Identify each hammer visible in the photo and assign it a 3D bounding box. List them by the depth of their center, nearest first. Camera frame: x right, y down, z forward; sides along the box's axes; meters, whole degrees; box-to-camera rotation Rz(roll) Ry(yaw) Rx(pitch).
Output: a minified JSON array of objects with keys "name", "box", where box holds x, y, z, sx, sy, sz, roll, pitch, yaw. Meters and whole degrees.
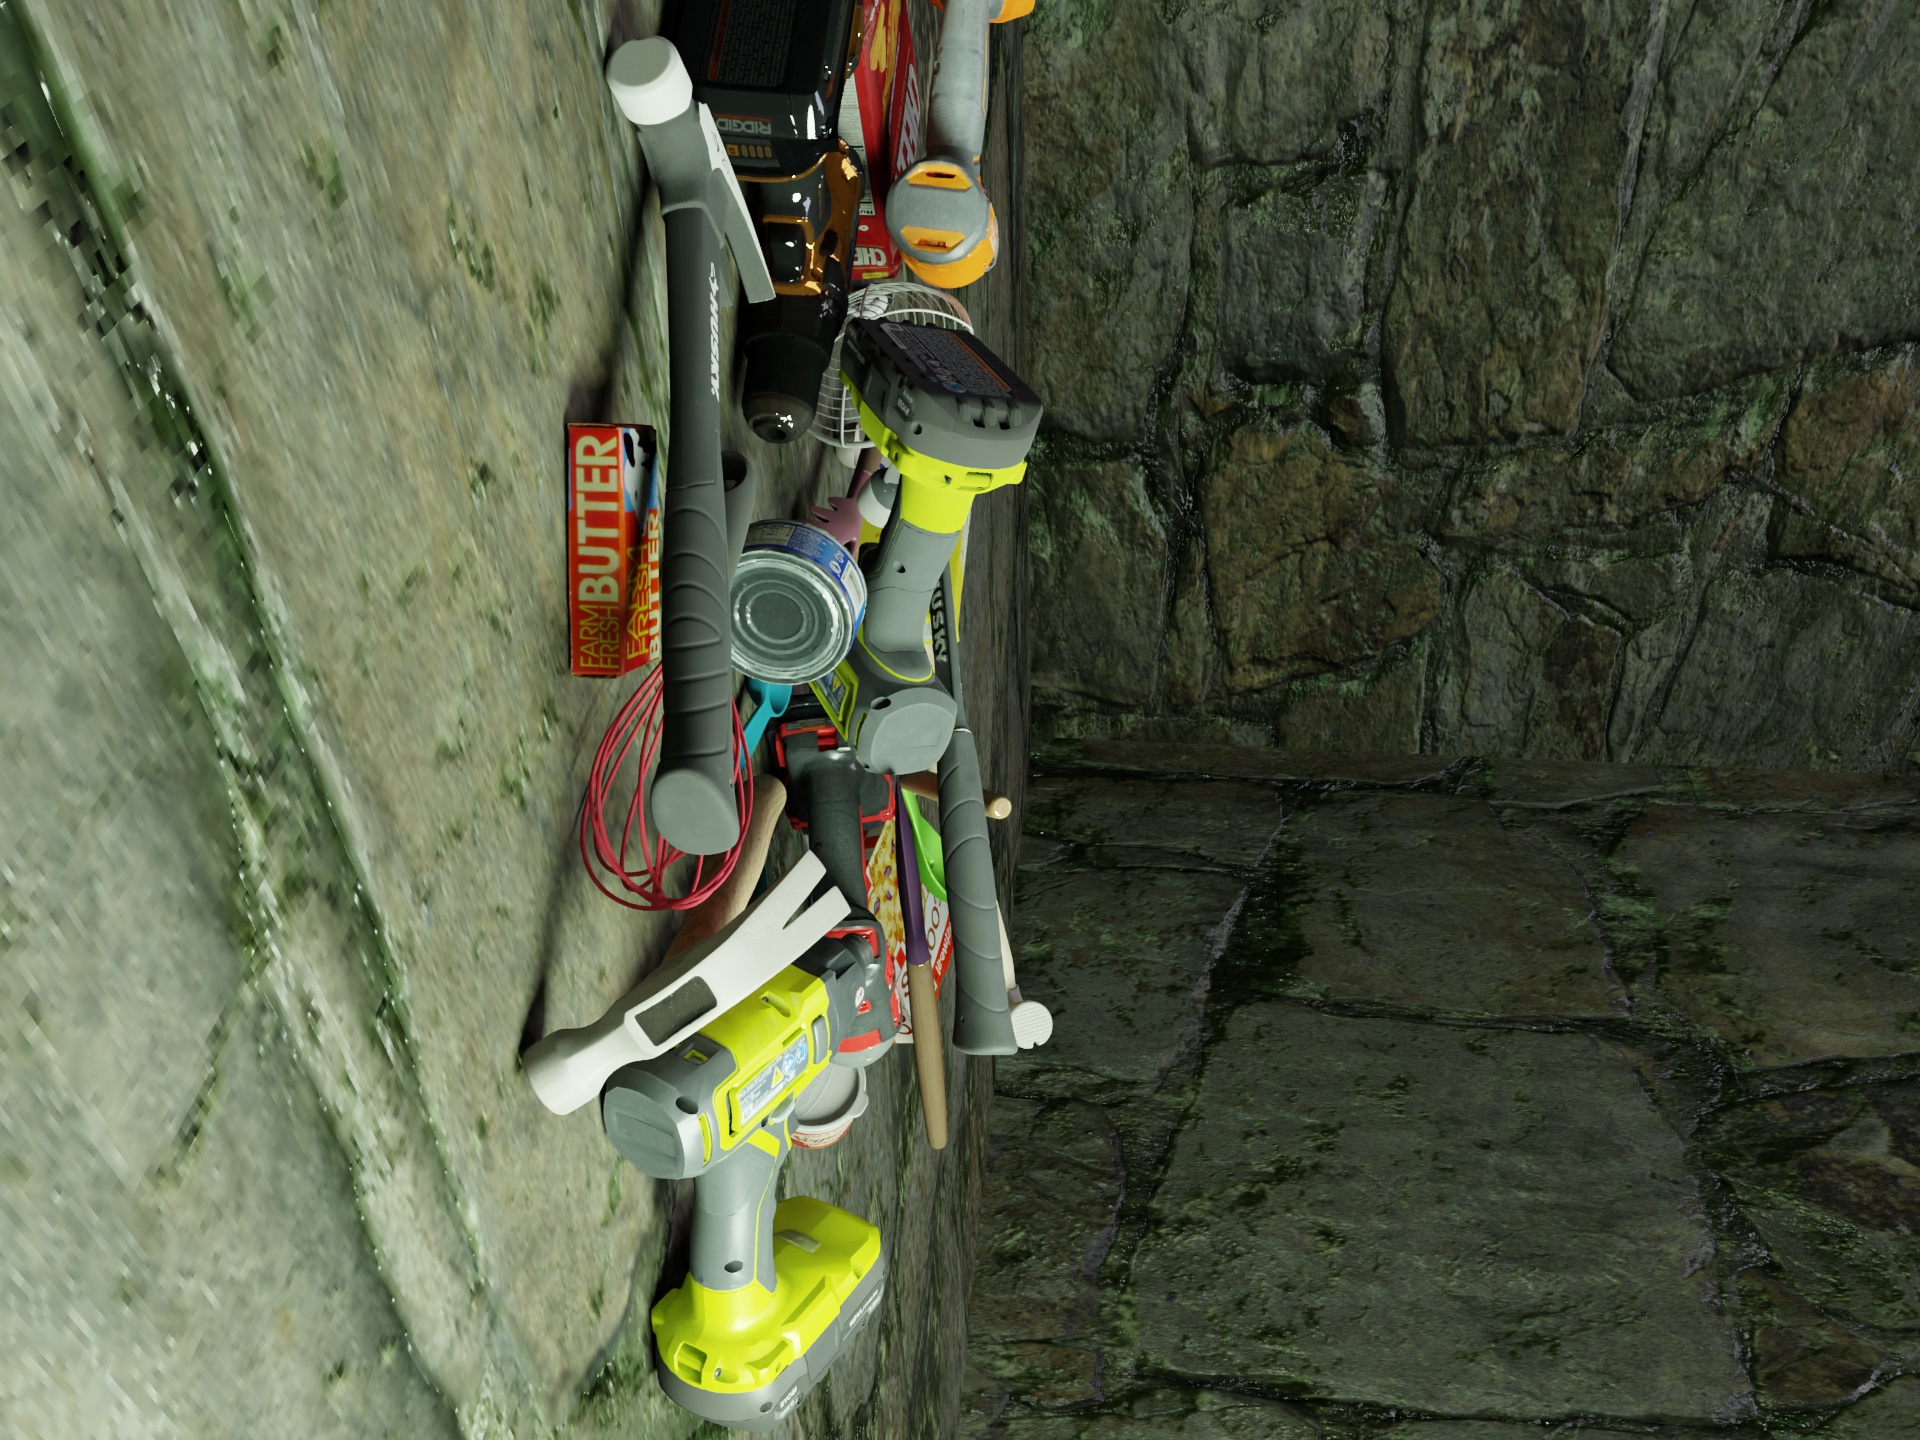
[{"name":"hammer","box":[-0.110,-0.107,0.668,0.146,0.035,0.335,66,18,-67]},{"name":"hammer","box":[-0.111,0.077,0.760,0.031,0.130,0.331,58,5,-11]},{"name":"hammer","box":[-0.002,-0.003,0.945,0.149,0.036,0.409,-39,-130,51]},{"name":"hammer","box":[-0.009,0.069,1.342,0.146,0.038,0.410,164,-88,-74]}]

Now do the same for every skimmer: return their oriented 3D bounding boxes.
[{"name":"skimmer","box":[-0.052,-0.270,1.145,0.090,0.127,0.363,58,9,-15]}]

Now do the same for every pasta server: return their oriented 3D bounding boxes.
[{"name":"pasta server","box":[-0.073,-0.190,1.150,0.316,0.040,0.060,-78,168,-46]}]

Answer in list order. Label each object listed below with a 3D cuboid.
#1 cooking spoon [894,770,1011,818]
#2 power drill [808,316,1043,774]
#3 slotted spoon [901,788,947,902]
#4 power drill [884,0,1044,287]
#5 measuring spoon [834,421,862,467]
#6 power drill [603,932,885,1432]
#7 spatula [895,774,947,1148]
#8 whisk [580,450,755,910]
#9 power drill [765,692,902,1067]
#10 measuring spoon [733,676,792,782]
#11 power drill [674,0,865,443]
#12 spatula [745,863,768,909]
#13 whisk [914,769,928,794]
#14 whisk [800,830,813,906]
[{"name":"cooking spoon","box":[-0.036,0.039,1.084,0.319,0.017,0.068,-168,-113,-67]},{"name":"power drill","box":[-0.045,-0.109,0.918,0.191,0.080,0.228,55,-44,45]},{"name":"slotted spoon","box":[-0.055,0.019,1.189,0.070,0.031,0.313,-96,167,-58]},{"name":"power drill","box":[0.001,-0.387,0.994,0.164,0.084,0.226,-51,149,-83]},{"name":"measuring spoon","box":[-0.086,-0.209,1.238,0.124,0.018,0.034,-103,-163,-87]},{"name":"power drill","box":[-0.096,0.226,0.804,0.171,0.080,0.223,-36,133,-51]},{"name":"spatula","box":[-0.025,0.161,0.977,0.060,0.018,0.315,-97,-178,-52]},{"name":"whisk","box":[-0.123,-0.030,0.738,0.073,0.073,0.296,86,3,-46]},{"name":"power drill","box":[-0.072,0.100,0.974,0.143,0.078,0.220,86,-2,-53]},{"name":"measuring spoon","box":[-0.128,0.003,0.923,0.129,0.021,0.042,-67,159,-47]},{"name":"power drill","box":[-0.094,-0.269,0.828,0.226,0.084,0.185,88,8,-71]},{"name":"spatula","box":[-0.111,0.164,0.984,0.317,0.044,0.082,79,4,-70]},{"name":"whisk","box":[-0.063,0.077,1.370,0.285,0.070,0.070,-71,164,-51]},{"name":"whisk","box":[-0.093,0.123,1.139,0.055,0.055,0.238,-71,166,-70]}]
